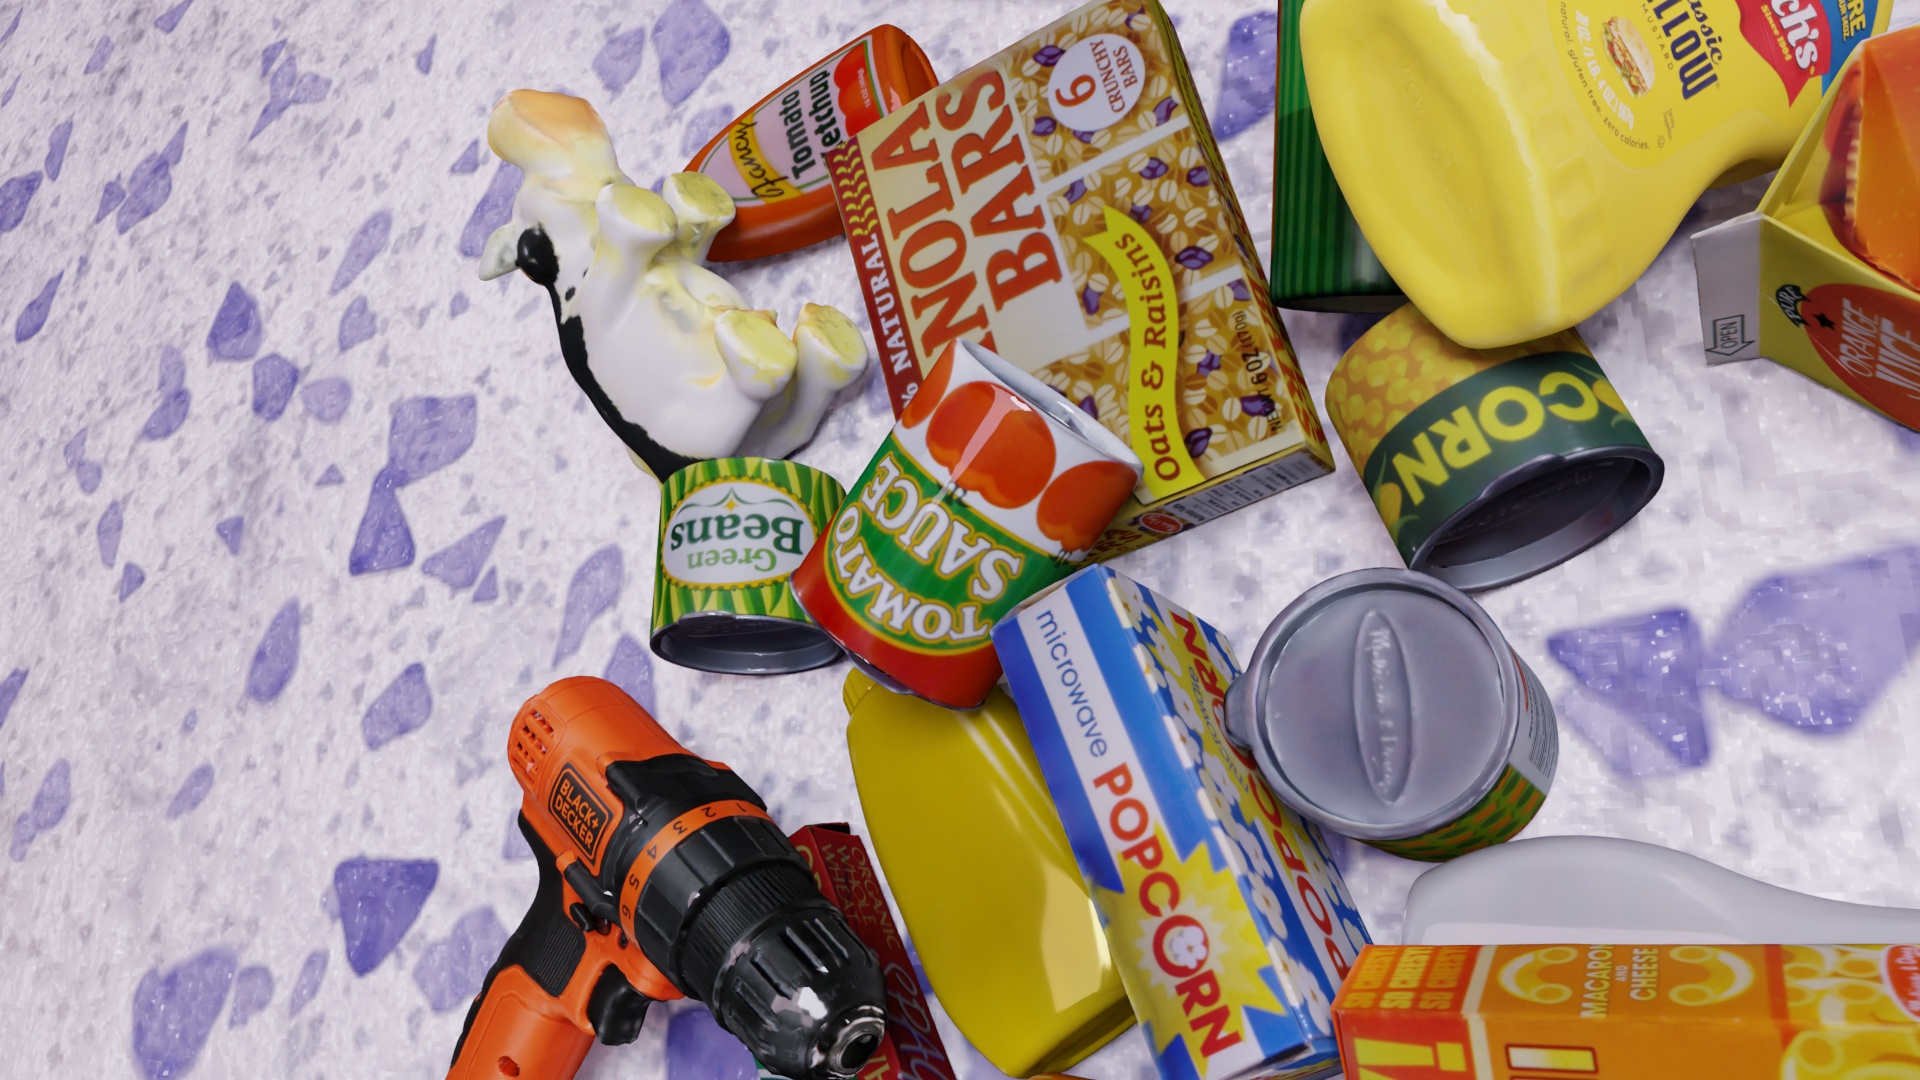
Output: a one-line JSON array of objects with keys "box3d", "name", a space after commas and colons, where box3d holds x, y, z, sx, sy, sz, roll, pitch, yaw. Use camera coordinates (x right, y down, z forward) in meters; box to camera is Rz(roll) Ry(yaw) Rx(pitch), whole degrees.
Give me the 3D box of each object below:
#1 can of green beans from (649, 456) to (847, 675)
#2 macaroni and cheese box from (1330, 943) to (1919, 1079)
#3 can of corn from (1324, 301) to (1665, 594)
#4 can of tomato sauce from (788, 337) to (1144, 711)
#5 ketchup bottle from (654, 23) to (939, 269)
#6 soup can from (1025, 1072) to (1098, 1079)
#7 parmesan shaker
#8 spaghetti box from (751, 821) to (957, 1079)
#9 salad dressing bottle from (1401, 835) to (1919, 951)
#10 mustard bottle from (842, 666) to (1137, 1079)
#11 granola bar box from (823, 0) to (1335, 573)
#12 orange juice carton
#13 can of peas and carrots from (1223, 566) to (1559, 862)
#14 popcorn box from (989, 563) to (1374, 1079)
[{"box3d": [-0.072, 0.010, 0.478, 0.071, 0.071, 0.058, -13, 66, 28], "name": "can of green beans"}, {"box3d": [0.167, 0.142, 0.267, 0.166, 0.040, 0.123, -9, 94, 29], "name": "macaroni and cheese box"}, {"box3d": [0.136, -0.028, 0.361, 0.071, 0.071, 0.058, -30, 59, 20], "name": "can of corn"}, {"box3d": [0.001, -0.005, 0.387, 0.071, 0.071, 0.083, 43, 105, 35], "name": "can of tomato sauce"}, {"box3d": [-0.075, -0.142, 0.551, 0.148, 0.043, 0.065, -21, 70, 25], "name": "ketchup bottle"}, {"box3d": [0.054, 0.172, 0.340, 0.083, 0.071, 0.071, -5, 70, 34], "name": "soup can"}, {"box3d": [0.118, -0.117, 0.387, 0.071, 0.071, 0.103, 4, 95, 33], "name": "parmesan shaker"}, {"box3d": [-0.013, 0.199, 0.394, 0.050, 0.028, 0.251, -37, 57, 16], "name": "spaghetti box"}, {"box3d": [0.177, 0.098, 0.305, 0.147, 0.044, 0.064, -5, 78, 29], "name": "salad dressing bottle"}, {"box3d": [0.002, 0.076, 0.418, 0.065, 0.049, 0.161, -41, 56, 15], "name": "mustard bottle"}, {"box3d": [0.032, -0.078, 0.447, 0.124, 0.039, 0.166, -23, 71, 23], "name": "granola bar box"}, {"box3d": [0.265, -0.080, 0.300, 0.192, 0.071, 0.073, -15, 65, 27], "name": "orange juice carton"}, {"box3d": [0.111, 0.047, 0.355, 0.071, 0.058, 0.071, -12, 66, 29], "name": "can of peas and carrots"}, {"box3d": [0.062, 0.075, 0.359, 0.038, 0.085, 0.127, -33, 59, 20], "name": "popcorn box"}]
